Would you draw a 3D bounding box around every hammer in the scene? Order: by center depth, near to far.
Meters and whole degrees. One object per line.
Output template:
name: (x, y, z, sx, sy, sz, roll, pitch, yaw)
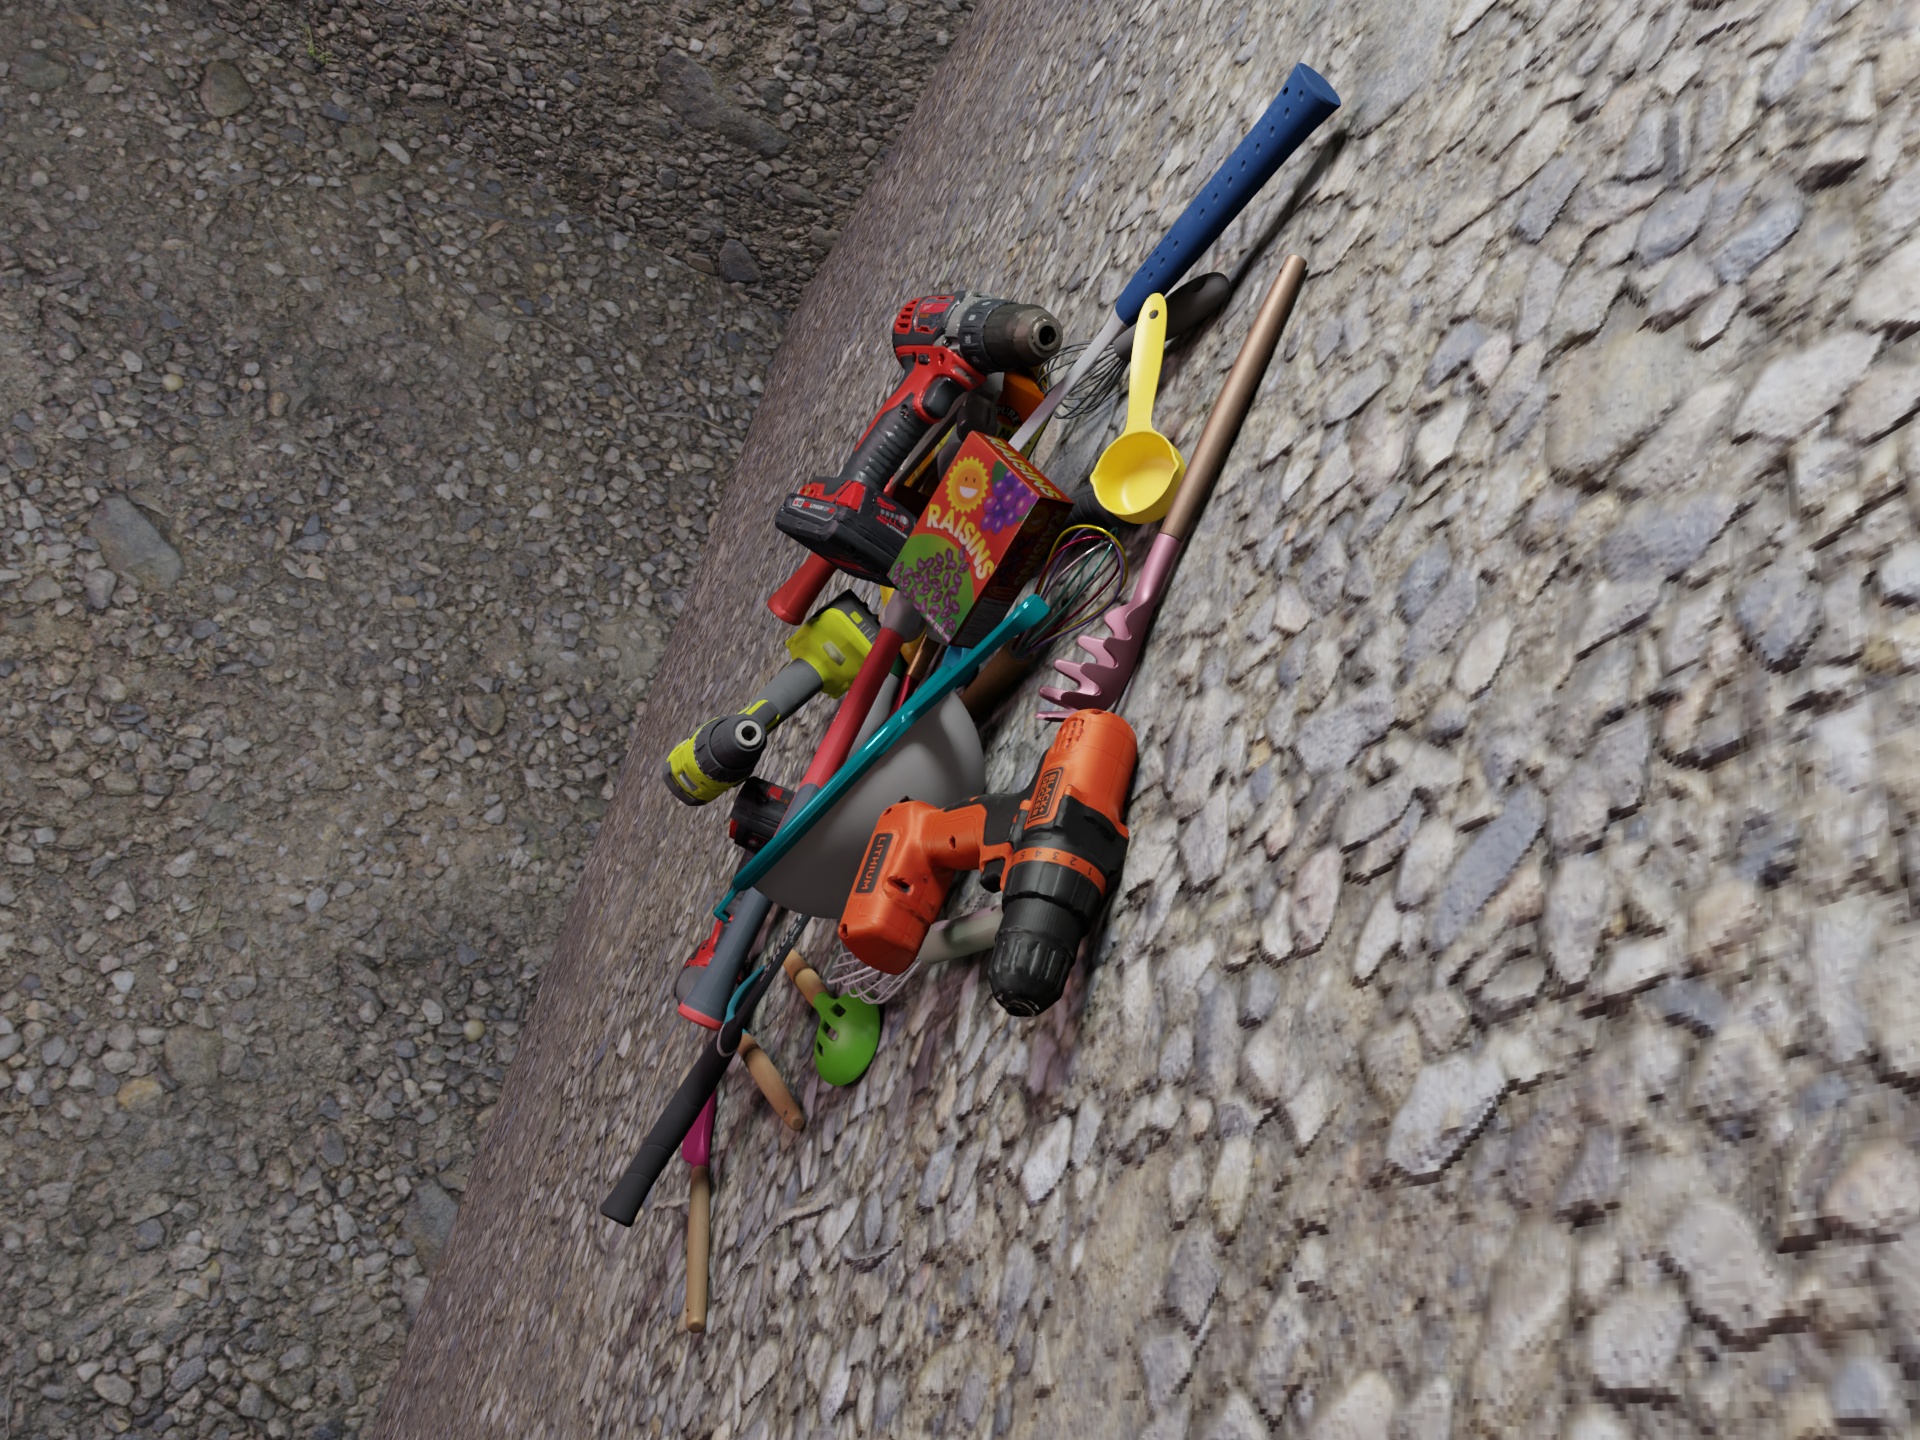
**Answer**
hammer: (0.107, -0.265, 1.086, 0.405, 0.035, 0.144, -47, 32, 35)
hammer: (0.060, -0.145, 1.181, 0.335, 0.035, 0.146, -13, 55, 70)
hammer: (-0.119, 0.060, 1.246, 0.386, 0.038, 0.143, -64, 0, -11)
hammer: (-0.179, 0.238, 1.285, 0.409, 0.036, 0.149, -58, 14, 6)
hammer: (-0.071, -0.201, 1.385, 0.359, 0.036, 0.149, -43, 34, 43)

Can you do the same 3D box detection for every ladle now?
ladle: (-0.028, -0.059, 1.354, 0.315, 0.031, 0.069, -64, 14, 1)

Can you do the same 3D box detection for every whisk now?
whisk: (-0.023, 0.145, 1.024, 0.246, 0.058, 0.059, -29, 80, 57)
whisk: (0.048, -0.062, 1.093, 0.245, 0.047, 0.051, 131, 155, -53)
whisk: (0.123, -0.274, 1.154, 0.239, 0.055, 0.055, -18, 50, 63)

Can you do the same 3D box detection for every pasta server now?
pasta server: (0.130, -0.137, 0.948, 0.316, 0.040, 0.060, -65, 12, -1)

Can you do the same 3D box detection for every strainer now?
strainer: (-0.018, 0.037, 1.048, 0.340, 0.095, 0.211, -42, 4, 45)

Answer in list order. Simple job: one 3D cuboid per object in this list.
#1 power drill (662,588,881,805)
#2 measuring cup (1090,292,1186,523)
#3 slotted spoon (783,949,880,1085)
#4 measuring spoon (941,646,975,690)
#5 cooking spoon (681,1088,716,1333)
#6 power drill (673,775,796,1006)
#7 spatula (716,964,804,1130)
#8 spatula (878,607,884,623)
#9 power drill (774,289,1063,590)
power drill: (-0.165, -0.019, 1.466, 0.228, 0.080, 0.190, -44, 7, -27)
measuring cup: (0.121, -0.197, 1.010, 0.062, 0.029, 0.157, -3, 70, 34)
slotted spoon: (-0.113, 0.215, 1.239, 0.070, 0.031, 0.314, -64, 15, -3)
measuring spoon: (-0.002, -0.004, 1.223, 0.042, 0.021, 0.129, 138, 142, -56)
cooking spoon: (-0.217, 0.394, 1.327, 0.068, 0.017, 0.319, -62, 16, 16)
power drill: (-0.202, 0.171, 1.462, 0.143, 0.078, 0.219, -111, 42, -84)
spatula: (-0.163, 0.277, 1.318, 0.082, 0.044, 0.318, -64, 21, -1)
spatula: (-0.013, -0.205, 1.522, 0.316, 0.018, 0.060, -61, 23, 14)
power drill: (-0.025, -0.212, 1.160, 0.188, 0.080, 0.227, 23, 82, 58)
